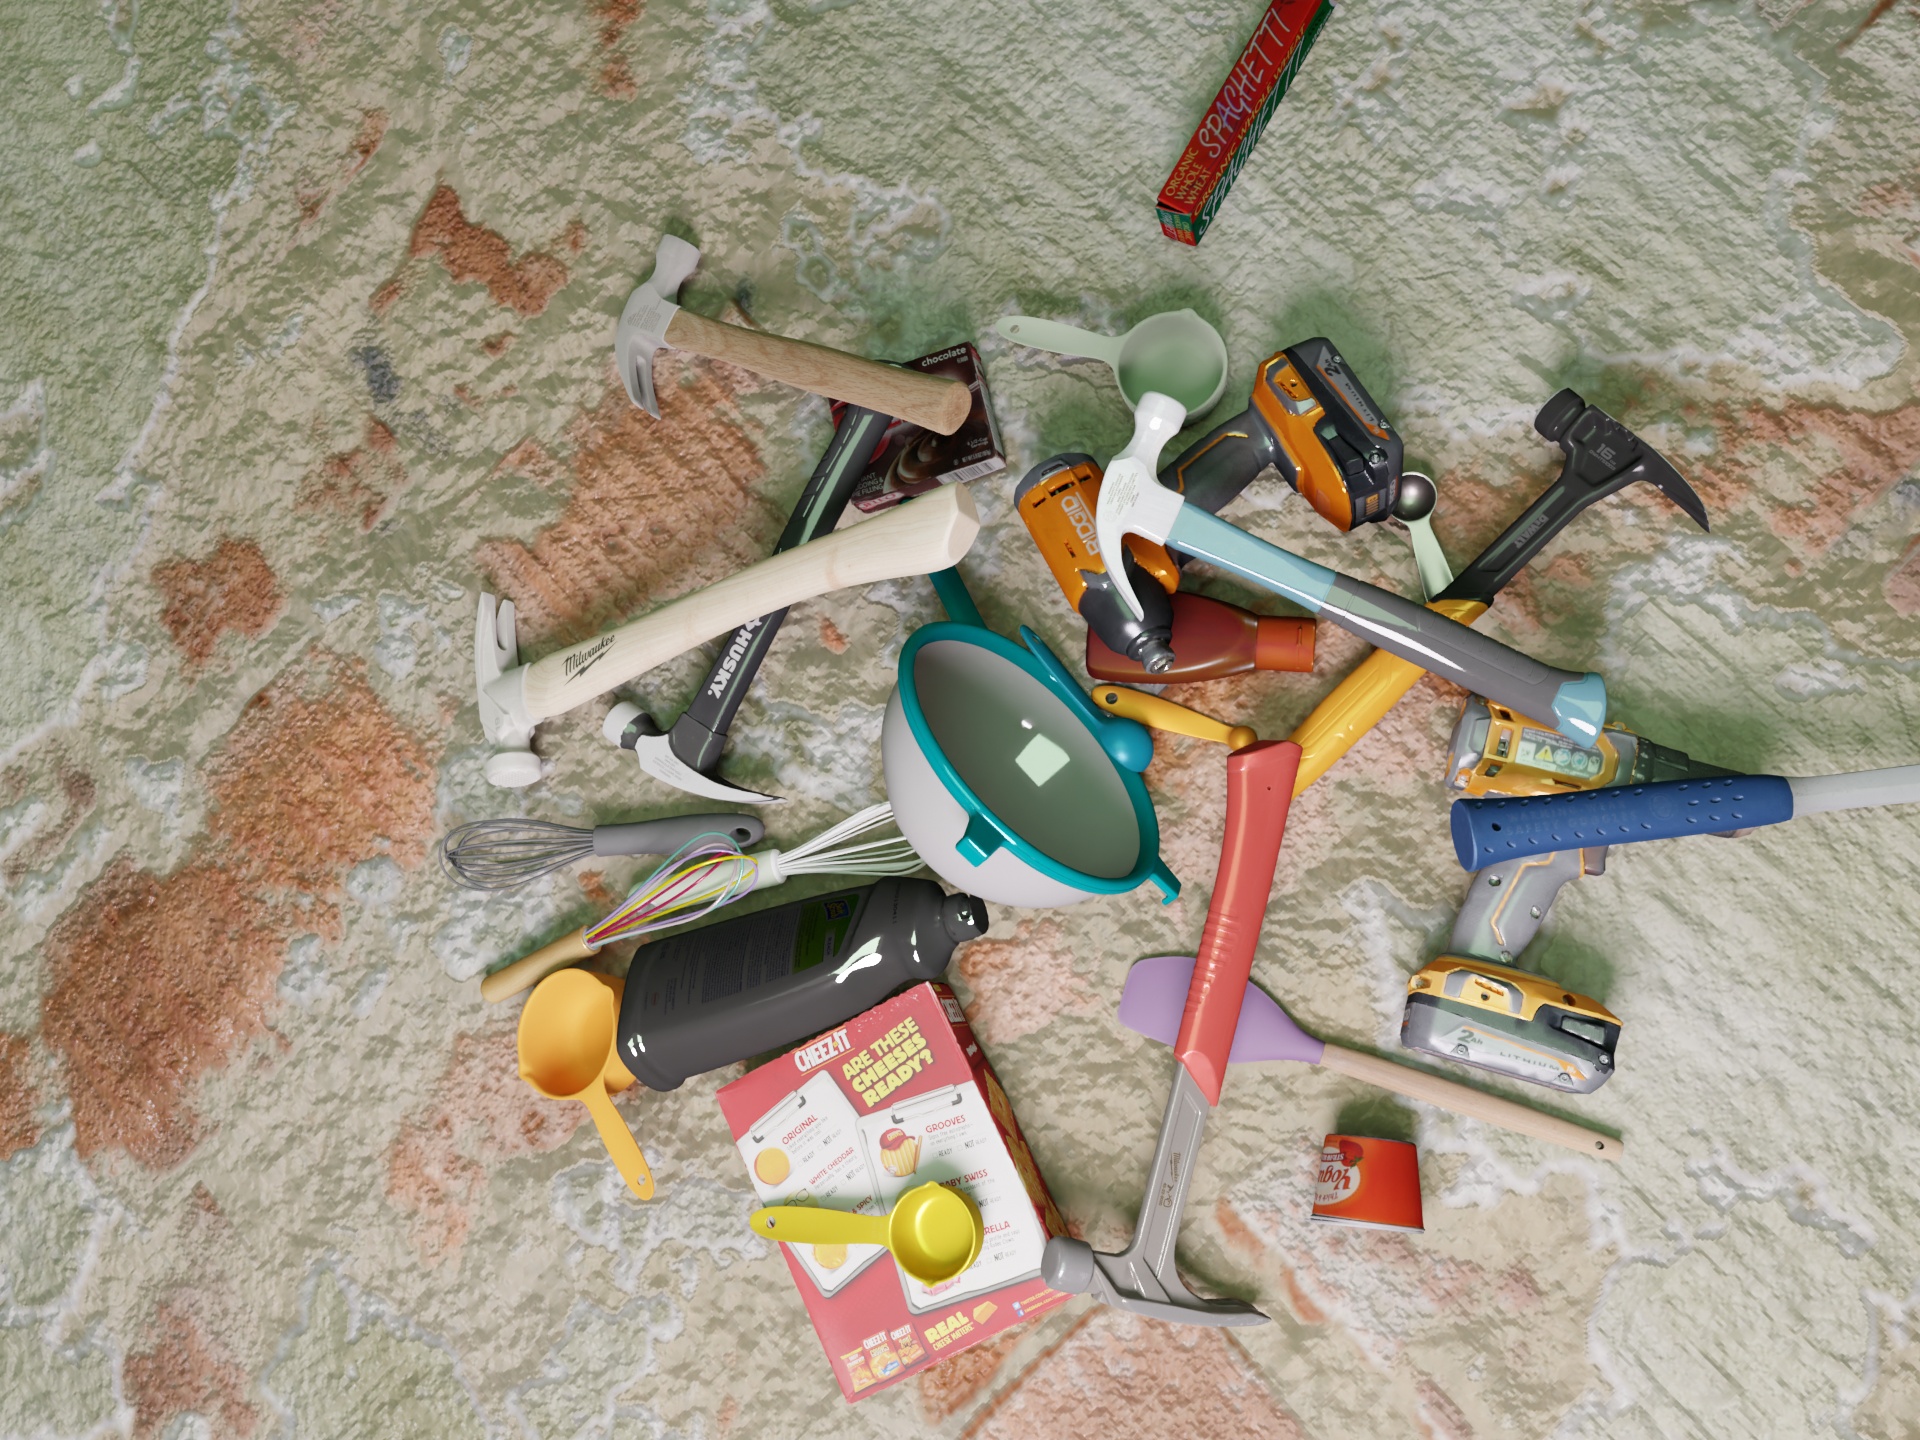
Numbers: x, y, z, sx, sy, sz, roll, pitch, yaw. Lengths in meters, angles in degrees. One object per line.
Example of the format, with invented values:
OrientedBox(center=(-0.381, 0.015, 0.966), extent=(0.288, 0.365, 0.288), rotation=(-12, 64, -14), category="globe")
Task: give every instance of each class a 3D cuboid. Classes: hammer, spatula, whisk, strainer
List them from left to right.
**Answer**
OrientedBox(center=(-0.255, 0.089, 1.129), extent=(0.239, 0.055, 0.055), rotation=(-5, 80, 7), category="whisk")
OrientedBox(center=(-0.241, 0.140, 1.096), extent=(0.245, 0.047, 0.051), rotation=(-28, 92, 21), category="whisk")
OrientedBox(center=(-0.172, -0.081, 1.079), extent=(0.410, 0.038, 0.146), rotation=(-20, 69, 25), category="hammer")
OrientedBox(center=(-0.125, -0.250, 1.105), extent=(0.331, 0.031, 0.130), rotation=(24, 89, 36), category="hammer")
OrientedBox(center=(-0.118, 0.098, 1.099), extent=(0.246, 0.057, 0.059), rotation=(-15, 44, 13), category="whisk")
OrientedBox(center=(-0.118, -0.098, 1.104), extent=(0.146, 0.035, 0.335), rotation=(31, 96, 24), category="hammer")
OrientedBox(center=(-0.002, -0.003, 1.047), extent=(0.095, 0.210, 0.341), rotation=(-46, 50, 27), category="strainer")
OrientedBox(center=(0.162, 0.188, 0.984), extent=(0.149, 0.037, 0.359), rotation=(17, 85, -17), category="hammer")
OrientedBox(center=(0.233, -0.073, 0.956), extent=(0.331, 0.033, 0.128), rotation=(26, 91, 4), category="hammer")
OrientedBox(center=(0.255, 0.216, 1.004), extent=(0.316, 0.018, 0.060), rotation=(17, 84, 16), category="spatula")
OrientedBox(center=(0.305, -0.052, 1.007), extent=(0.337, 0.034, 0.127), rotation=(-45, 59, 9), category="hammer")
OrientedBox(center=(0.488, 0.038, 0.925), extent=(0.405, 0.035, 0.144), rotation=(-6, 78, -3), category="hammer")

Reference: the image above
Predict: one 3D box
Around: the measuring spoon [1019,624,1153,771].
OrientedBox(center=(0.086, -0.021, 1.061), extent=(0.129, 0.042, 0.021), rotation=(50, 118, 10), category="measuring spoon")

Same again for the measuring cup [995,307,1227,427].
OrientedBox(center=(0.105, -0.251, 1.105), extent=(0.168, 0.038, 0.083), rotation=(18, 85, 17), category="measuring cup")

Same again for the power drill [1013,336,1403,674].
OrientedBox(center=(0.167, -0.134, 1.026), extent=(0.226, 0.084, 0.164), rotation=(-26, 63, 1), category="power drill")

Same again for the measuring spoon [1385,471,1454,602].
OrientedBox(center=(0.309, -0.103, 1.048), extent=(0.034, 0.018, 0.124), rotation=(-17, 85, 12), category="measuring spoon")

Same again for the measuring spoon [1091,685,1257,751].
OrientedBox(center=(0.142, -0.002, 1.068), extent=(0.117, 0.011, 0.021), rotation=(18, 85, 15), category="measuring spoon")

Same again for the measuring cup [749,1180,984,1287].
OrientedBox(center=(-0.058, 0.314, 0.986), extent=(0.156, 0.029, 0.062), rotation=(-4, 78, 24), category="measuring cup")

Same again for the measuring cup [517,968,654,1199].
OrientedBox(center=(-0.233, 0.247, 1.076), extent=(0.095, 0.052, 0.174), rotation=(-43, 62, 14), category="measuring cup")

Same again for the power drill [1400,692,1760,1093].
OrientedBox(center=(0.374, 0.109, 0.966), extent=(0.185, 0.084, 0.226), rotation=(14, 80, 13), category="power drill")
